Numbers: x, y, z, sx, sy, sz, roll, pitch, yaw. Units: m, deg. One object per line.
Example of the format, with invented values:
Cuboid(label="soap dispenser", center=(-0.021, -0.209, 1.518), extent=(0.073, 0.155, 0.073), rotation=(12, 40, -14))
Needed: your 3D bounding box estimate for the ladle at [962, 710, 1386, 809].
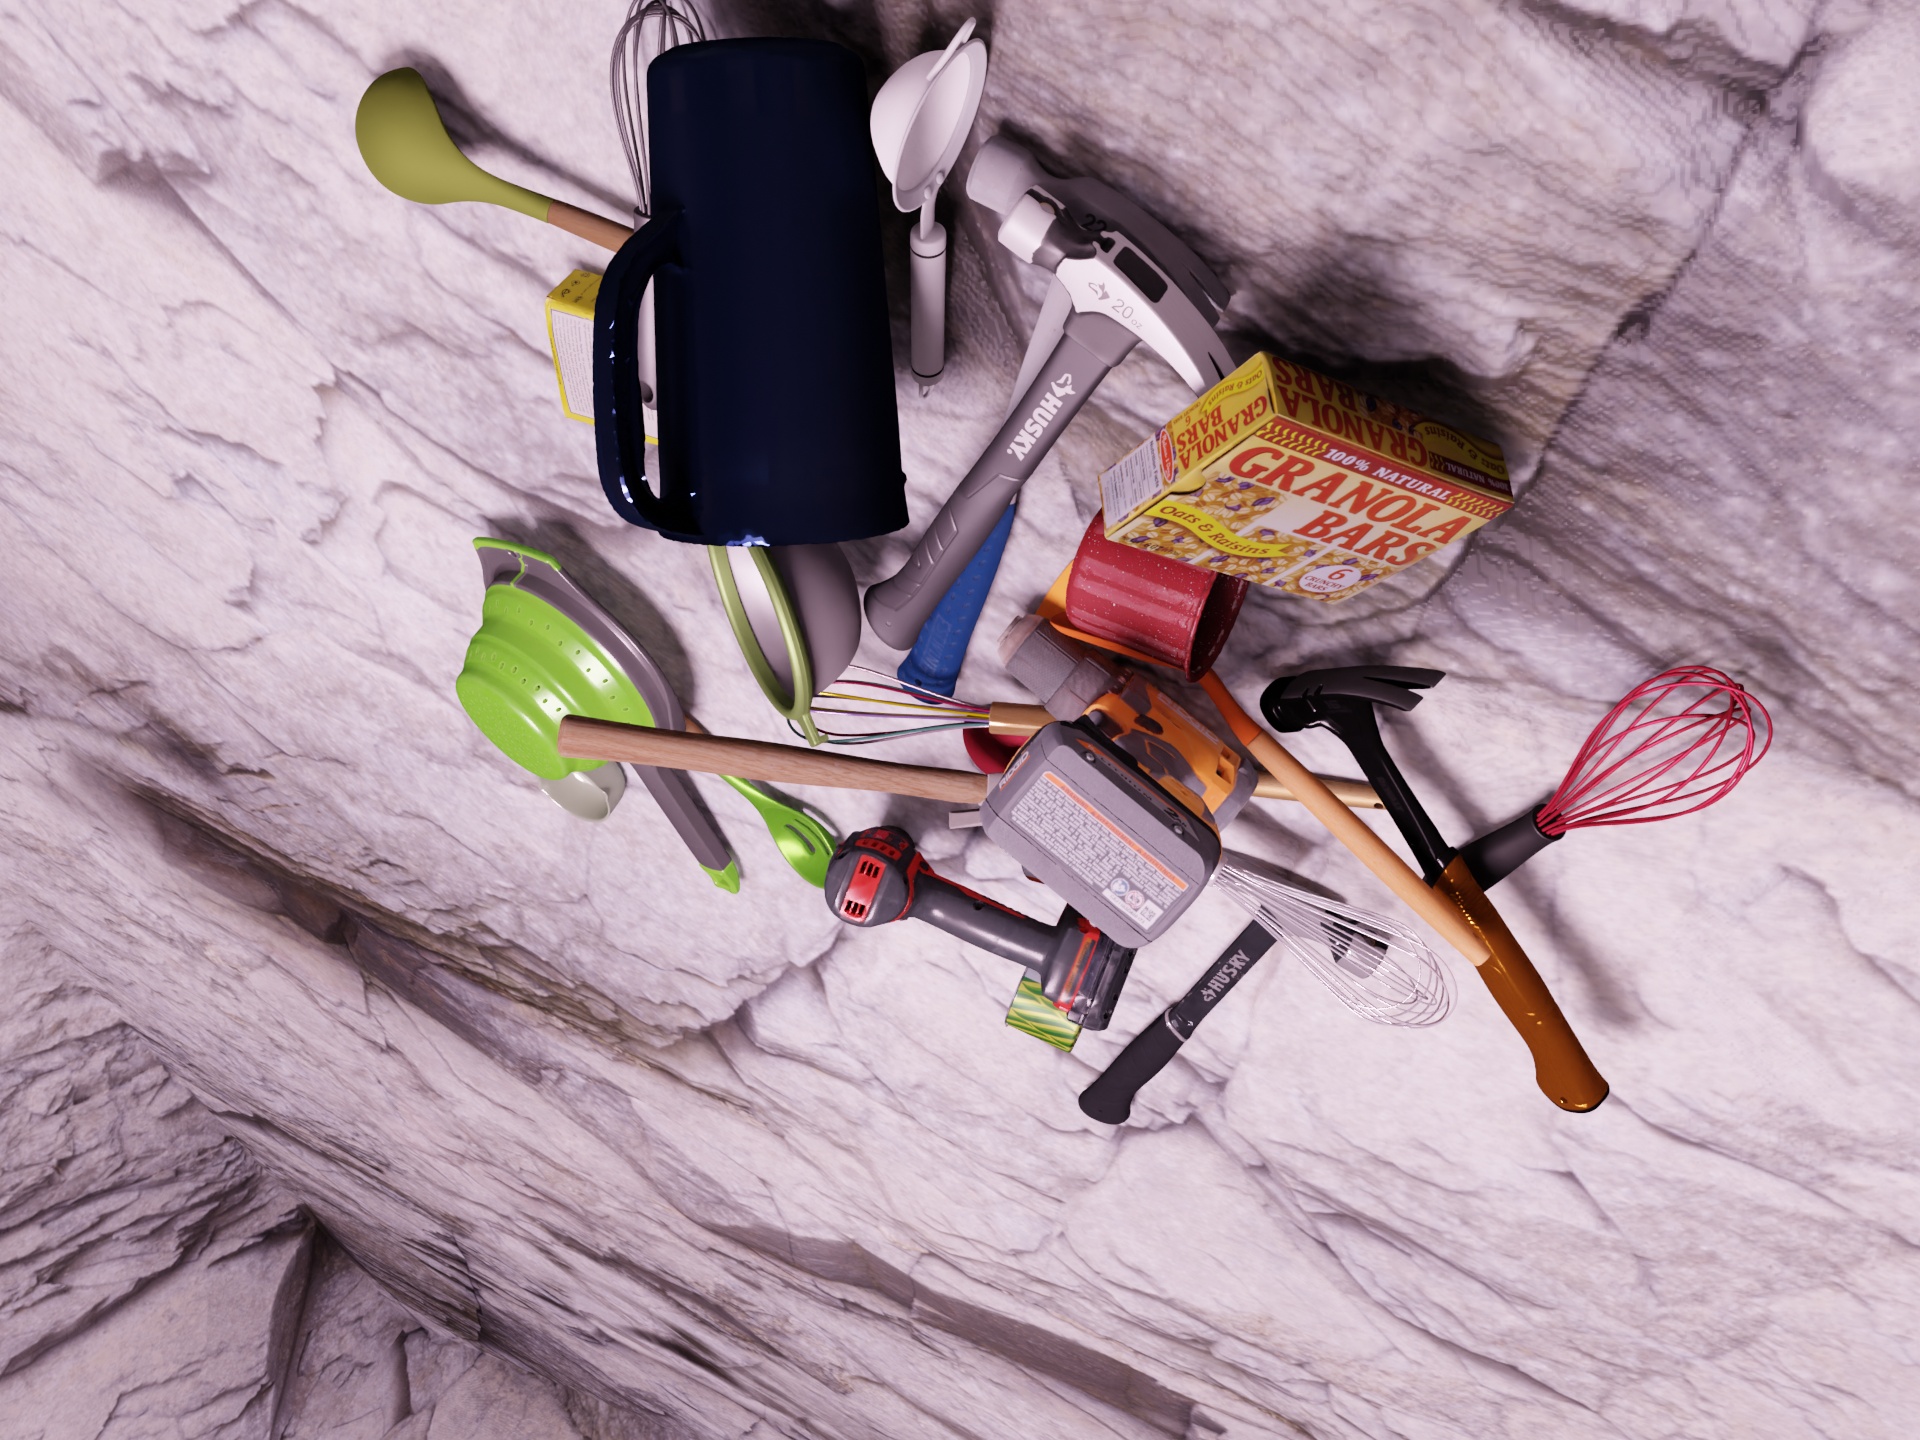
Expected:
Cuboid(label="ladle", center=(0.137, 0.035, 1.060), extent=(0.315, 0.031, 0.069), rotation=(7, 137, 27))

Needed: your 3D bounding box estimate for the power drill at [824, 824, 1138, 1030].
Cuboid(label="power drill", center=(0.013, 0.137, 1.174), extent=(0.226, 0.080, 0.188), rotation=(21, -175, 2))

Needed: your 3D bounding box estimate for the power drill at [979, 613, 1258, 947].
Cuboid(label="power drill", center=(0.080, 0.020, 0.927), extent=(0.185, 0.226, 0.084), rotation=(40, 112, 2))

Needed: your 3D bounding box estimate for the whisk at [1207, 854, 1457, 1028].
Cuboid(label="whisk", center=(0.190, 0.111, 1.030), extent=(0.285, 0.070, 0.070), rotation=(31, 143, 15))

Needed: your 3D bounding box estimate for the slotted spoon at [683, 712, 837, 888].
Cuboid(label="slotted spoon", center=(-0.208, 0.020, 1.283), extent=(0.313, 0.031, 0.070), rotation=(45, 143, -12))

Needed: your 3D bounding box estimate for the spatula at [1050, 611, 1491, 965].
Cuboid(label="spatula", center=(0.187, 0.034, 0.949), extent=(0.322, 0.081, 0.041), rotation=(44, 108, 5))

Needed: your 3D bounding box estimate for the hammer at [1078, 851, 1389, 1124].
Cuboid(label="hammer", center=(0.171, 0.227, 1.237), extent=(0.149, 0.036, 0.408), rotation=(31, 142, 4))

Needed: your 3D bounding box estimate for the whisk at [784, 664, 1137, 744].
Cuboid(label="whisk", center=(-0.002, -0.003, 1.054), extent=(0.245, 0.051, 0.047), rotation=(5, 139, 6))

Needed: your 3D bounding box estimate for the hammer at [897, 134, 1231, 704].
Cuboid(label="hammer", center=(0.029, -0.139, 0.938), extent=(0.144, 0.035, 0.405), rotation=(29, 142, 5))

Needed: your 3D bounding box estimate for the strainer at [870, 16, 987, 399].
Cuboid(label="strainer", center=(-0.019, -0.255, 0.823), extent=(0.050, 0.087, 0.258), rotation=(27, 152, 14))

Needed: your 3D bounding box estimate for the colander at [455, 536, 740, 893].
Cuboid(label="colander", center=(-0.291, 0.035, 1.278), extent=(0.205, 0.094, 0.396), rotation=(16, 145, 39))

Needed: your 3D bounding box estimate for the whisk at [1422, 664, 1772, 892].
Cuboid(label="whisk", center=(0.347, 0.050, 0.909), extent=(0.073, 0.073, 0.295), rotation=(33, 149, 0))

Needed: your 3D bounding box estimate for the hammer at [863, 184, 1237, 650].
Cuboid(label="hammer", center=(0.025, -0.133, 0.889), extent=(0.146, 0.035, 0.334), rotation=(36, 142, -3))

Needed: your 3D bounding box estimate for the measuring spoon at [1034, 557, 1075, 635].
Cuboid(label="measuring spoon", center=(0.061, -0.072, 1.008), extent=(0.021, 0.011, 0.117), rotation=(35, 142, -3))

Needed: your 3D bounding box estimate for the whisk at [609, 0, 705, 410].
Cuboid(label="whisk", center=(-0.167, -0.280, 0.883), extent=(0.055, 0.055, 0.238), rotation=(21, 129, 15))

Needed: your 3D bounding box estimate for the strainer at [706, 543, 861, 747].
Cuboid(label="strainer", center=(-0.106, -0.120, 0.971), extent=(0.152, 0.069, 0.256), rotation=(52, 155, 42))

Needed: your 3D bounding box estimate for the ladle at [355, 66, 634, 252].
Cuboid(label="ladle", center=(-0.211, -0.297, 0.940), extent=(0.320, 0.062, 0.078), rotation=(23, 140, 2))

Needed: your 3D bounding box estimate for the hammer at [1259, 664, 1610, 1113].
Cuboid(label="hammer", center=(0.307, 0.108, 0.955), extent=(0.336, 0.034, 0.127), rotation=(55, 156, -16))

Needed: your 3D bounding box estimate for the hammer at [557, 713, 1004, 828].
Cuboid(label="hammer", center=(-0.097, 0.031, 1.053), extent=(0.331, 0.031, 0.130), rotation=(8, 164, -10))

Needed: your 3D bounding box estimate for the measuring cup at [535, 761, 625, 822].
Cuboid(label="measuring cup", center=(-0.344, 0.016, 1.365), extent=(0.083, 0.038, 0.167), rotation=(2, 131, 33))
